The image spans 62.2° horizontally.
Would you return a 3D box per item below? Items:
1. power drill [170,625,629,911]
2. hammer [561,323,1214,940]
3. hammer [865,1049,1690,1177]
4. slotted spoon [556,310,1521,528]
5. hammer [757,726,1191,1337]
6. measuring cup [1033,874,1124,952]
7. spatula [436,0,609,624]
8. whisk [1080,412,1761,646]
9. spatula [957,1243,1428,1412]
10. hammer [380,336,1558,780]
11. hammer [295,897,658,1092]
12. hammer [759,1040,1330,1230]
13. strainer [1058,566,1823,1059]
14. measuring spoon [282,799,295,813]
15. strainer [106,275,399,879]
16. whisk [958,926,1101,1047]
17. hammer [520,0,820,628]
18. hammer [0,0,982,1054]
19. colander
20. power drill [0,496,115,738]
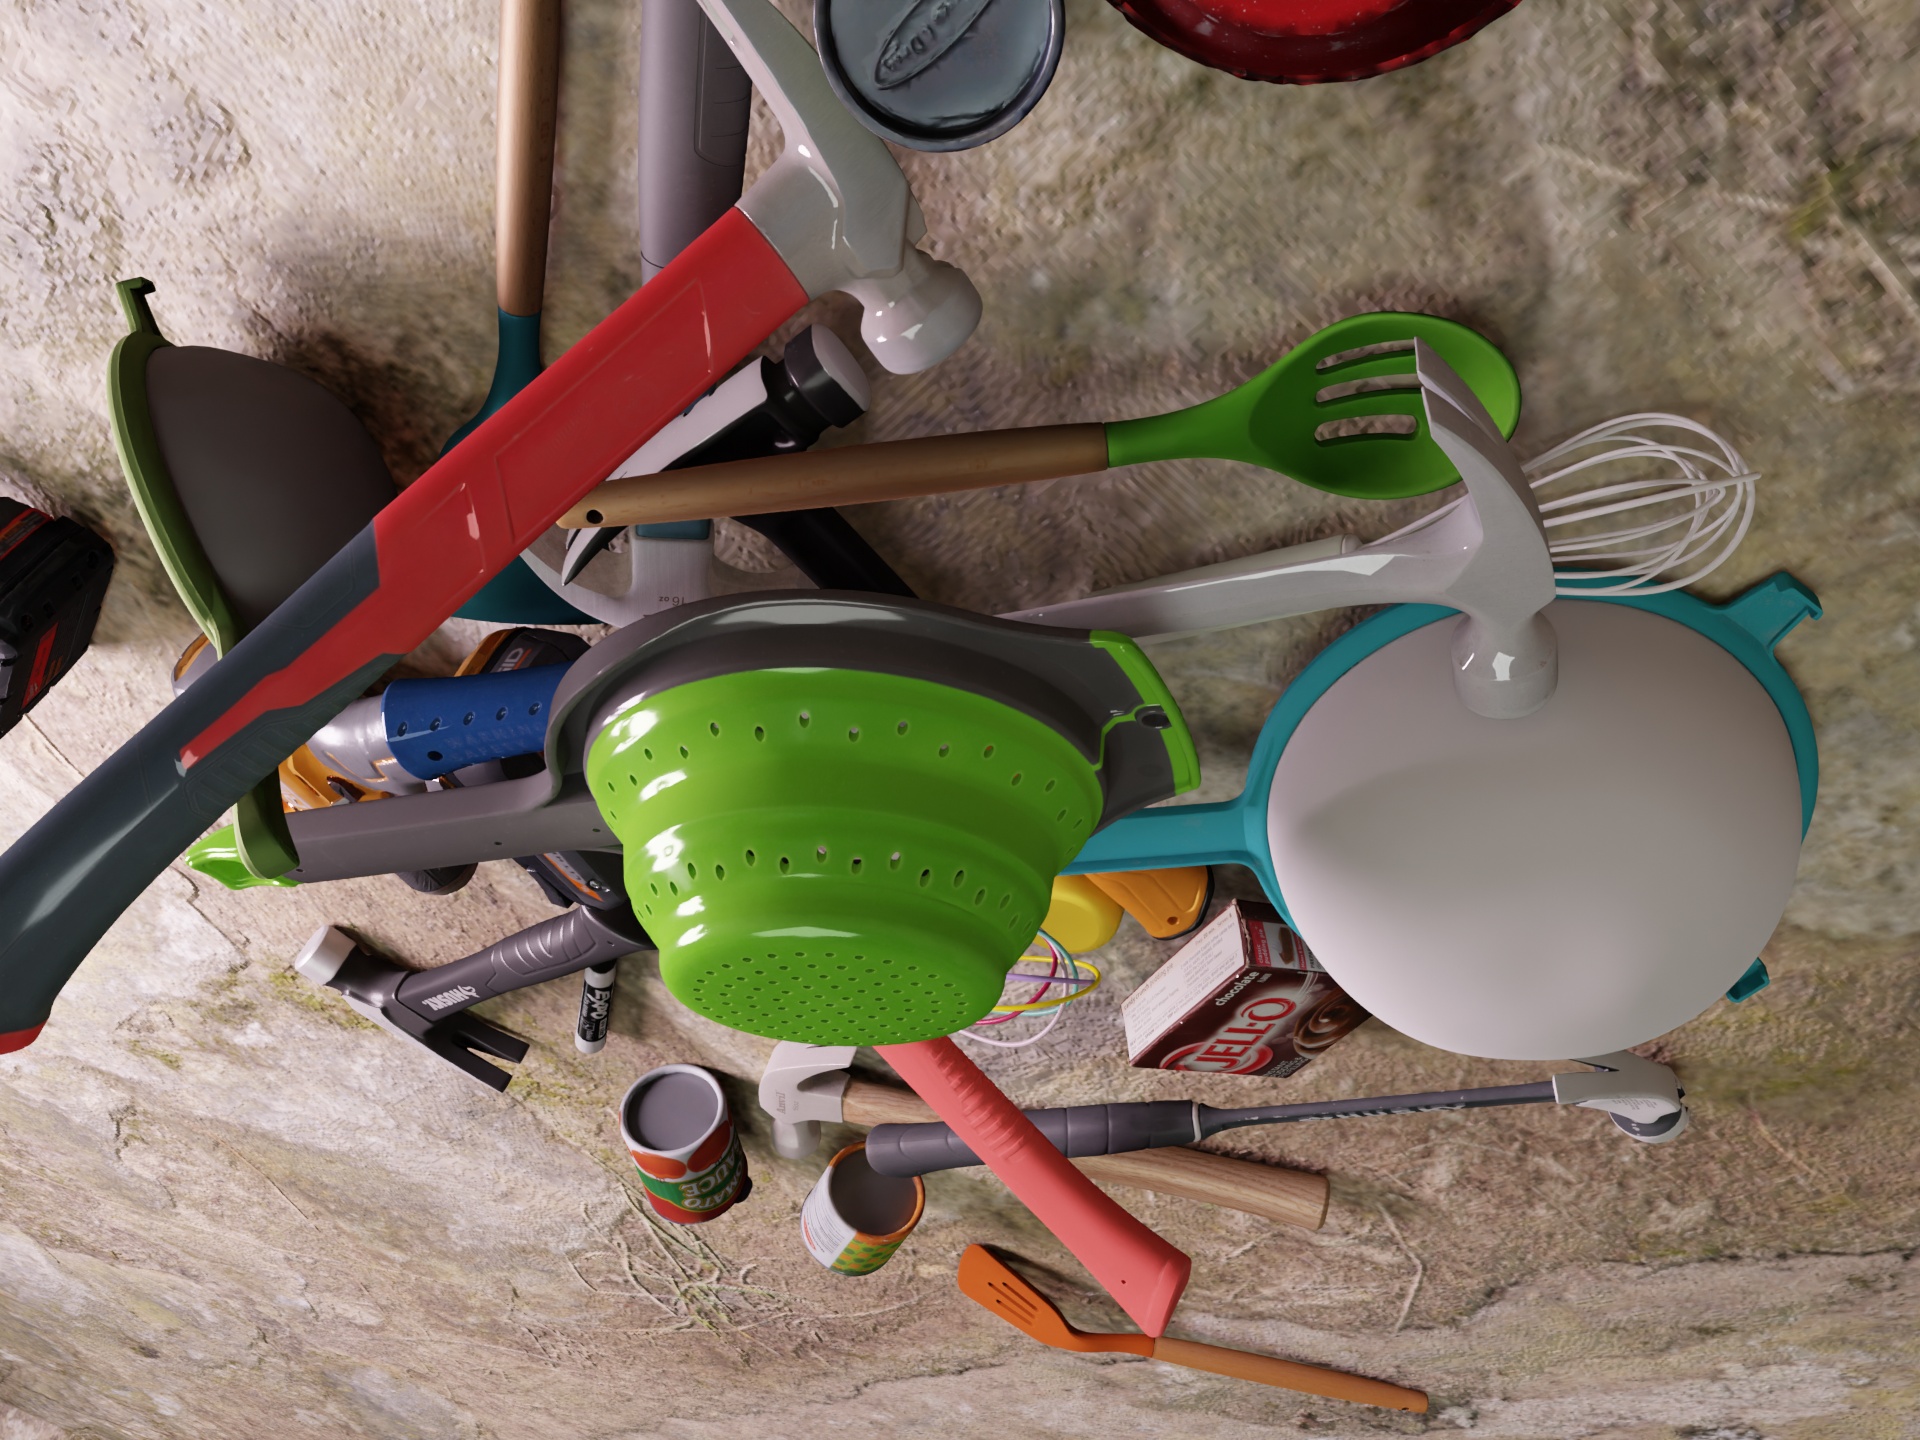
[{"bbox_3d":[-0.235,0.030,0.742,0.226,0.084,0.185,4,143,32],"label":"power drill"},{"bbox_3d":[-0.001,-0.002,0.637,0.127,0.034,0.336,-32,128,18],"label":"hammer"},{"bbox_3d":[0.131,0.197,0.783,0.409,0.036,0.149,-13,155,28],"label":"hammer"},{"bbox_3d":[0.022,-0.089,0.521,0.314,0.031,0.070,-7,131,2],"label":"slotted spoon"},{"bbox_3d":[-0.026,0.164,0.777,0.359,0.037,0.149,46,132,-3],"label":"hammer"},{"bbox_3d":[0.013,0.059,0.734,0.156,0.029,0.062,37,134,-22],"label":"measuring cup"},{"bbox_3d":[-0.151,-0.160,0.553,0.082,0.044,0.317,4,138,-14],"label":"spatula"},{"bbox_3d":[0.147,-0.056,0.561,0.246,0.059,0.058,-11,93,33],"label":"whisk"},{"bbox_3d":[0.154,0.417,1.071,0.322,0.041,0.081,11,138,1],"label":"spatula"},{"bbox_3d":[-0.015,-0.028,0.533,0.405,0.035,0.143,-8,141,17],"label":"hammer"},{"bbox_3d":[-0.246,0.138,0.869,0.146,0.035,0.335,41,143,-22],"label":"hammer"},{"bbox_3d":[0.045,0.240,0.915,0.331,0.031,0.130,10,138,8],"label":"hammer"},{"bbox_3d":[0.149,0.061,0.595,0.340,0.095,0.210,-5,124,10],"label":"strainer"},{"bbox_3d":[-0.366,0.006,0.829,0.021,0.011,0.116,7,133,12],"label":"measuring spoon"},{"bbox_3d":[-0.240,-0.051,0.584,0.069,0.257,0.151,-22,140,-6],"label":"strainer"},{"bbox_3d":[-0.045,0.108,0.699,0.245,0.047,0.051,-3,131,38],"label":"whisk"},{"bbox_3d":[-0.089,-0.155,0.528,0.128,0.033,0.330,0,136,-13],"label":"hammer"},{"bbox_3d":[-0.176,-0.049,0.459,0.386,0.038,0.143,-42,124,-1],"label":"hammer"},{"bbox_3d":[-0.116,0.061,0.556,0.397,0.095,0.204,-9,149,19],"label":"colander"},{"bbox_3d":[-0.521,-0.090,0.734,0.219,0.079,0.143,35,135,-14],"label":"power drill"}]
